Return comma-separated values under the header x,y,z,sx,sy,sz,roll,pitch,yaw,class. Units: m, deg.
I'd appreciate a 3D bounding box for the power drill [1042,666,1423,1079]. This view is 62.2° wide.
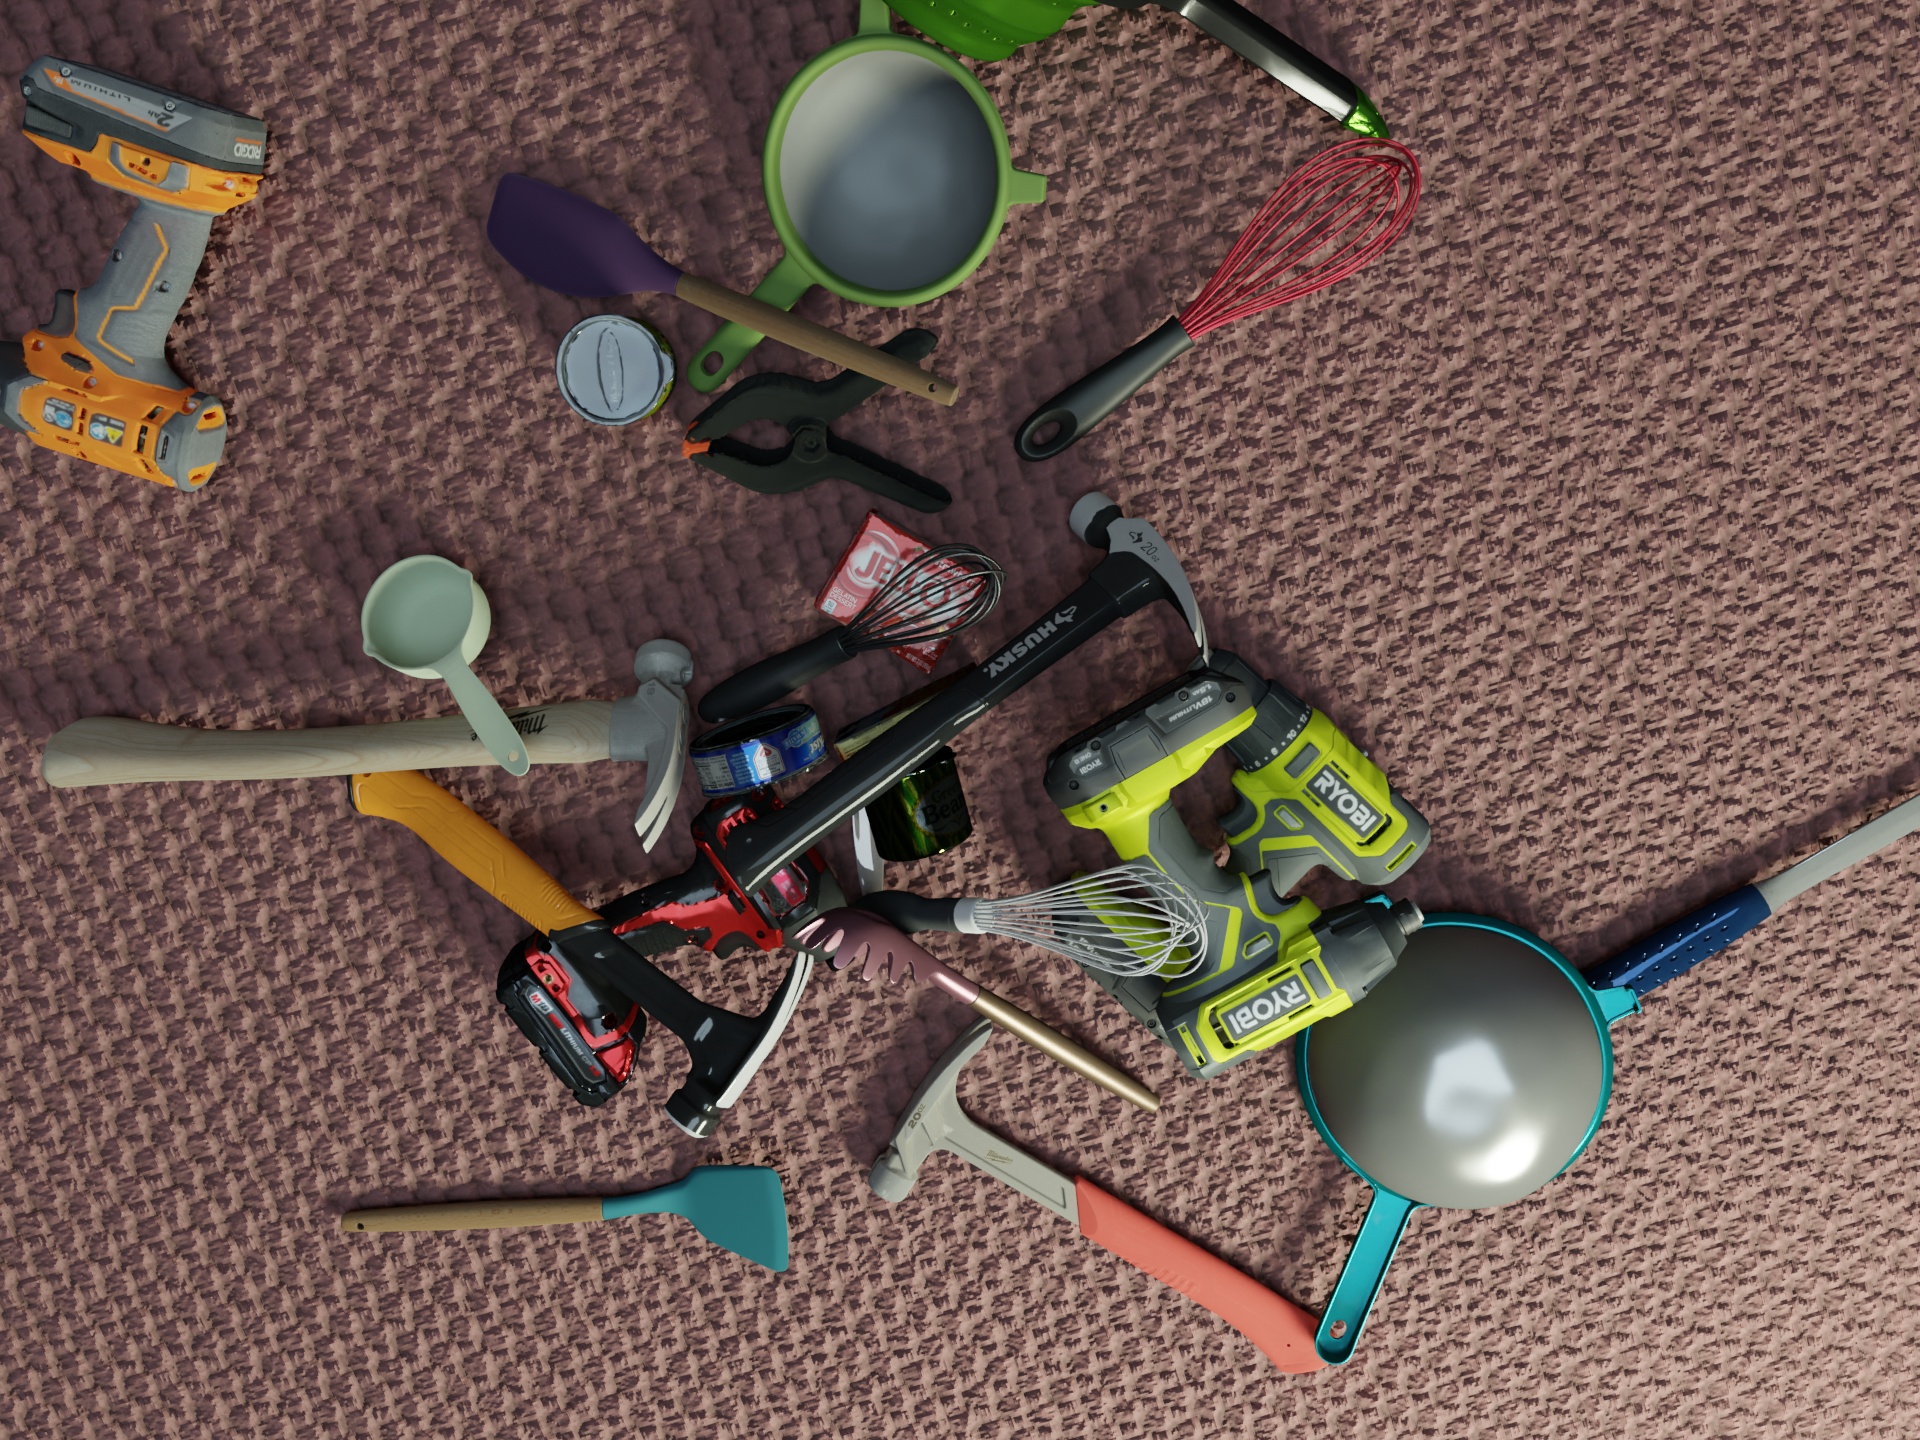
x,y,z,sx,sy,sz,roll,pitch,yaw,class
0.165,0.086,0.979,0.171,0.080,0.223,-30,93,5,power drill

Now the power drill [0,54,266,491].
x,y,z,sx,sy,sz,roll,pitch,yaw,class
-0.514,-0.267,0.947,0.164,0.084,0.226,17,106,-5,power drill

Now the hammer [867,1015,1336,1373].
x,y,z,sx,sy,sz,roll,pitch,yaw,class
0.120,0.355,1.133,0.359,0.037,0.149,32,100,-8,hammer

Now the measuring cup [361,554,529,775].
x,y,z,sx,sy,sz,roll,pitch,yaw,class
-0.310,-0.029,0.996,0.083,0.038,0.168,-37,74,-1,measuring cup

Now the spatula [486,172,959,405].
x,y,z,sx,sy,sz,roll,pitch,yaw,class
-0.147,-0.252,0.959,0.316,0.018,0.059,23,106,8,spatula

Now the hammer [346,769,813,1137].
x,y,z,sx,sy,sz,roll,pitch,yaw,class
-0.253,0.112,1.002,0.337,0.034,0.127,33,85,15,hammer

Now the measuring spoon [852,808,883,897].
x,y,z,sx,sy,sz,roll,pitch,yaw,class
-0.060,0.095,1.080,0.034,0.018,0.124,-3,96,6,measuring spoon

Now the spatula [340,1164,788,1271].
x,y,z,sx,sy,sz,roll,pitch,yaw,class
-0.278,0.348,1.114,0.317,0.044,0.082,-3,107,0,spatula

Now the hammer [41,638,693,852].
x,y,z,sx,sy,sz,roll,pitch,yaw,class
-0.378,0.024,1.004,0.410,0.146,0.038,-3,141,4,hammer

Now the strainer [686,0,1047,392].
x,y,z,sx,sy,sz,roll,pitch,yaw,class
-0.074,-0.295,0.970,0.256,0.069,0.151,-41,96,25,strainer

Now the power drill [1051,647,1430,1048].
x,y,z,sx,sy,sz,roll,pitch,yaw,class
0.168,0.083,1.052,0.190,0.080,0.228,43,96,-6,power drill

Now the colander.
x,y,z,sx,sy,sz,roll,pitch,yaw,class
0.075,-0.409,0.917,0.396,0.205,0.094,23,130,-23,colander

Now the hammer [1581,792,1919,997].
x,y,z,sx,sy,sz,roll,pitch,yaw,class
0.563,0.122,1.093,0.405,0.035,0.144,-31,102,5,hammer

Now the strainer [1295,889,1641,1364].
x,y,z,sx,sy,sz,roll,pitch,yaw,class
0.309,0.299,1.069,0.211,0.095,0.340,21,99,8,strainer

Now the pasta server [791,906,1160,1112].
x,y,z,sx,sy,sz,roll,pitch,yaw,class
0.022,0.198,1.046,0.316,0.060,0.040,36,81,-30,pasta server

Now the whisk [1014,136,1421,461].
x,y,z,sx,sy,sz,roll,pitch,yaw,class
0.154,-0.254,0.985,0.296,0.073,0.073,-36,102,13,whisk

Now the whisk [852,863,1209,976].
x,y,z,sx,sy,sz,roll,pitch,yaw,class
0.032,0.119,0.971,0.285,0.070,0.070,-4,108,44,whisk

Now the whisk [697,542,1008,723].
x,y,z,sx,sy,sz,roll,pitch,yaw,class
-0.074,-0.048,0.998,0.239,0.055,0.055,-25,104,25,whisk

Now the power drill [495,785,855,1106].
x,y,z,sx,sy,sz,roll,pitch,yaw,class
-0.182,0.151,1.058,0.219,0.078,0.143,-34,102,3,power drill

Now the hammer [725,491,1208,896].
x,y,z,sx,sy,sz,roll,pitch,yaw,class
-0.002,-0.003,0.968,0.335,0.146,0.035,-37,139,-4,hammer
